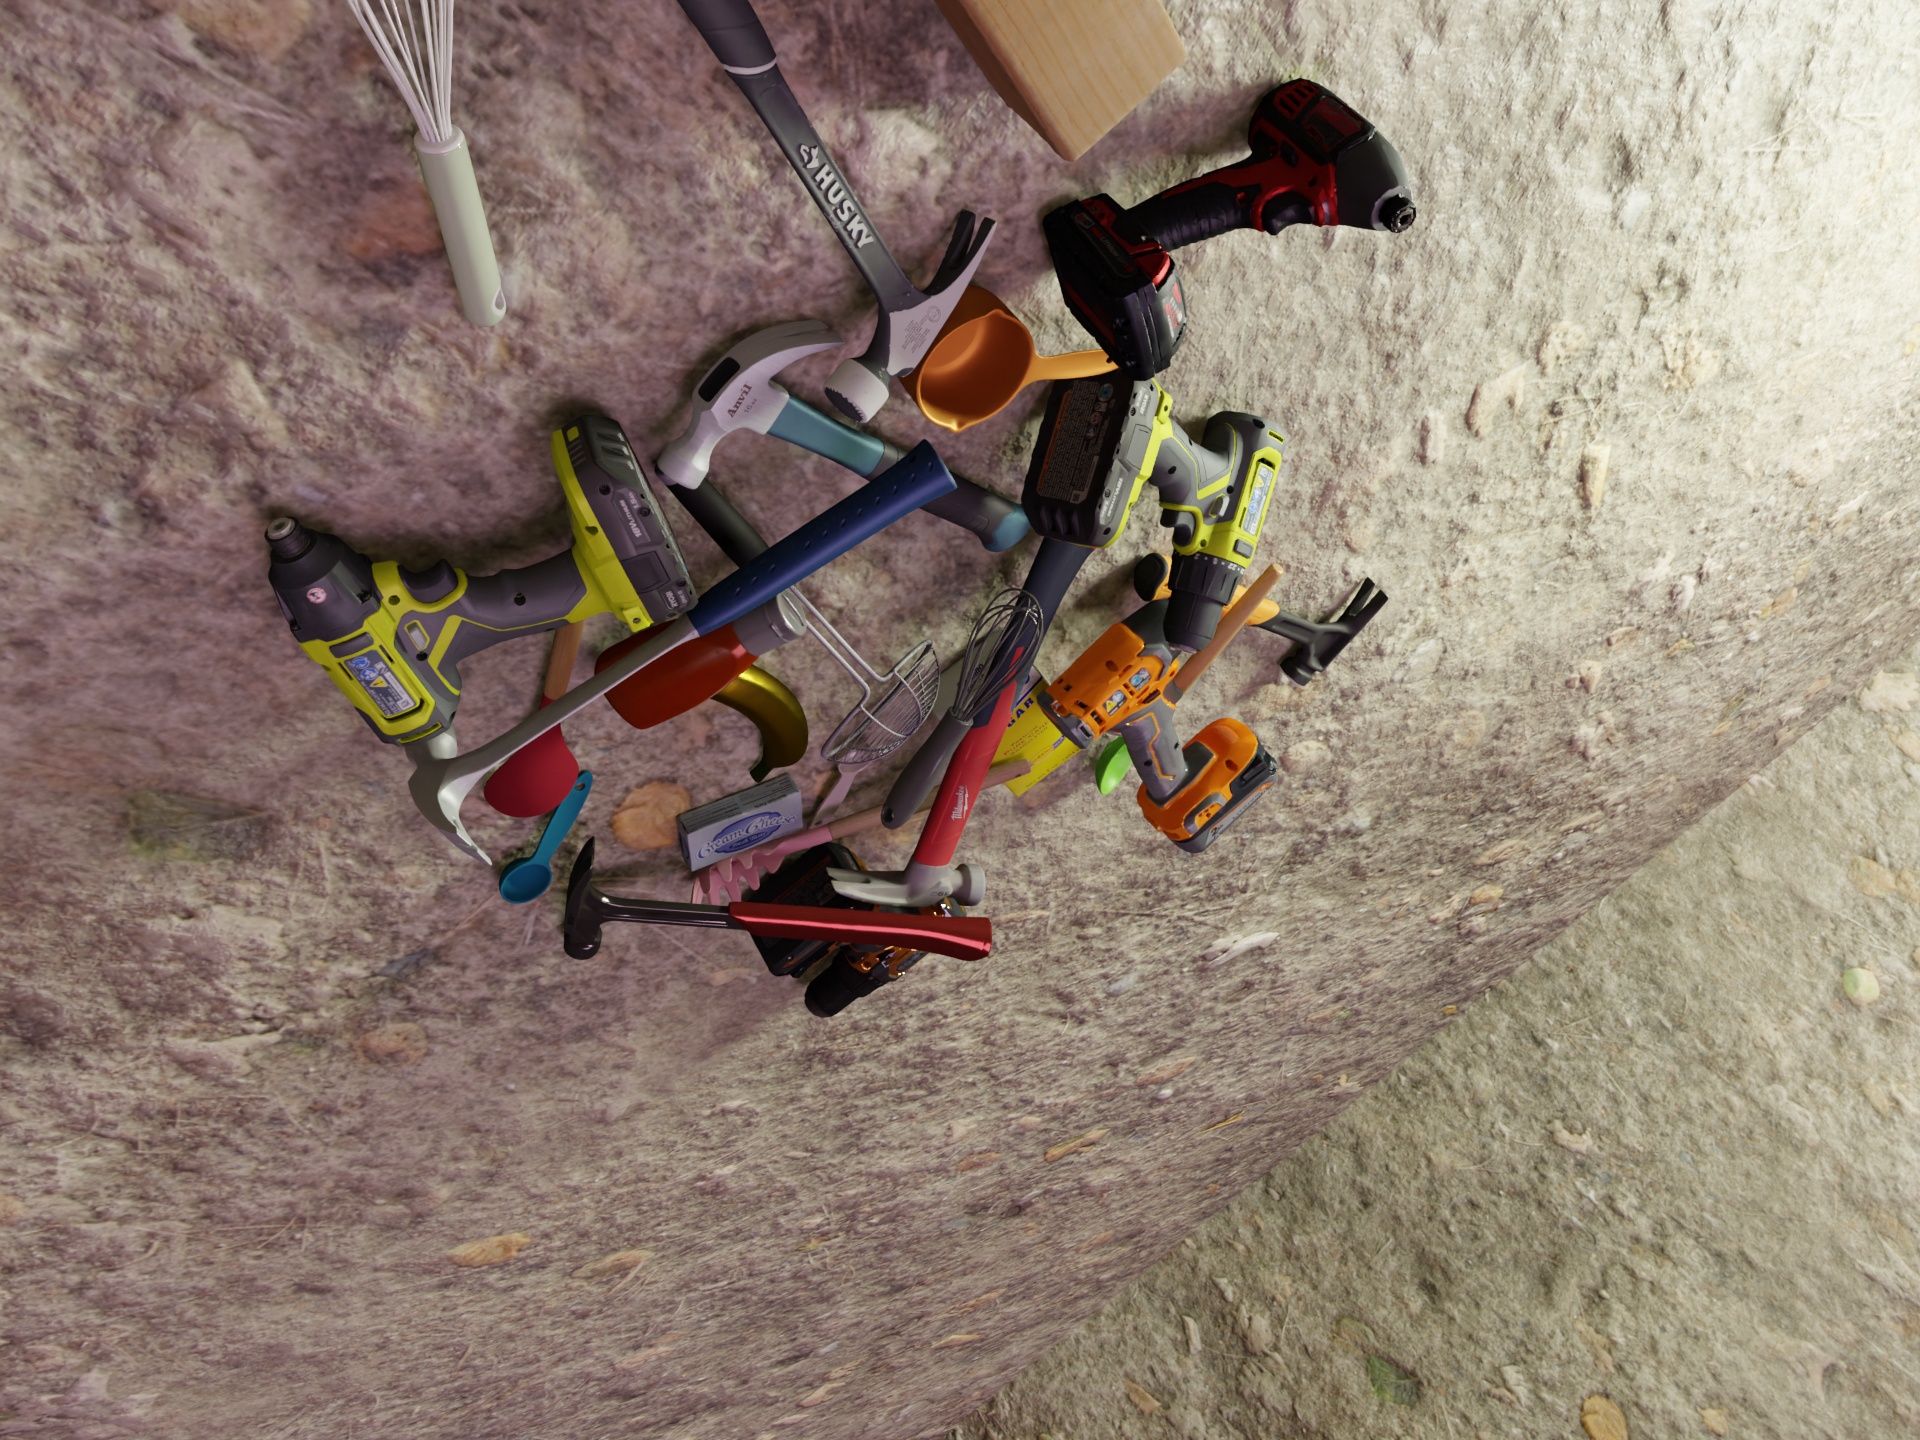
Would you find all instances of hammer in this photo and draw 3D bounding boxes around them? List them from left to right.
[{"bbox_3d":[-0.180,-0.054,1.028,0.405,0.144,0.035,-33,132,0],"label":"hammer"},{"bbox_3d":[-0.098,-0.337,0.844,0.149,0.036,0.408,-51,144,-9],"label":"hammer"},{"bbox_3d":[-0.145,0.163,1.327,0.359,0.037,0.149,6,142,-16],"label":"hammer"},{"bbox_3d":[-0.055,-0.176,1.095,0.330,0.033,0.128,17,113,-53],"label":"hammer"},{"bbox_3d":[0.010,-0.004,1.301,0.143,0.038,0.386,7,121,-27],"label":"hammer"},{"bbox_3d":[0.273,-0.109,1.474,0.336,0.034,0.127,12,126,-48],"label":"hammer"}]

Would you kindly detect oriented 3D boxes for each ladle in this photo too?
[{"bbox_3d":[-0.274,-0.039,1.096,0.069,0.031,0.315,-6,136,-34],"label":"ladle"}]

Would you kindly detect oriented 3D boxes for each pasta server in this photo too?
[{"bbox_3d":[-0.085,0.095,1.380,0.316,0.040,0.060,-18,156,-8],"label":"pasta server"}]

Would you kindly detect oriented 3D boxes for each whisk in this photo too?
[{"bbox_3d":[-0.258,-0.292,0.778,0.059,0.058,0.246,6,144,2],"label":"whisk"},{"bbox_3d":[-0.003,-0.005,1.248,0.055,0.055,0.239,5,127,-44],"label":"whisk"}]

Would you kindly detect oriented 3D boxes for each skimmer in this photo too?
[{"bbox_3d":[-0.123,-0.083,1.166,0.127,0.090,0.362,-47,137,-5],"label":"skimmer"}]

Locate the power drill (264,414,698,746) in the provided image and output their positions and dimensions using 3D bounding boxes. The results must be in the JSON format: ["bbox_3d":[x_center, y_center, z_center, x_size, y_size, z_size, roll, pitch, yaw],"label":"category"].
[{"bbox_3d":[-0.288,-0.089,0.963,0.223,0.080,0.171,-24,138,-4],"label":"power drill"}]

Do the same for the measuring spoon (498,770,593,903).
[{"bbox_3d":[-0.319,0.086,1.228,0.042,0.021,0.128,14,114,-48],"label":"measuring spoon"}]

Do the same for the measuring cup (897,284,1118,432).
[{"bbox_3d":[0.033,-0.251,1.072,0.173,0.052,0.095,-13,141,-33],"label":"measuring cup"}]

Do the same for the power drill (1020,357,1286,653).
[{"bbox_3d":[0.152,-0.162,1.207,0.228,0.080,0.190,16,91,-47],"label":"power drill"}]

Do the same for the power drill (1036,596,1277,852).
[{"bbox_3d":[0.186,-0.003,1.389,0.164,0.084,0.226,-44,127,0],"label":"power drill"}]

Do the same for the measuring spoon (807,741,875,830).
[{"bbox_3d":[-0.109,0.057,1.375,0.034,0.018,0.124,-6,144,-36],"label":"measuring spoon"}]

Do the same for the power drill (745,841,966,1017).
[{"bbox_3d":[-0.114,0.207,1.501,0.185,0.084,0.226,-40,151,11],"label":"power drill"}]

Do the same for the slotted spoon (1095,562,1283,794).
[{"bbox_3d":[0.206,-0.036,1.474,0.070,0.031,0.313,-33,164,-47],"label":"slotted spoon"}]

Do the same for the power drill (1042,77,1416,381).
[{"bbox_3d":[0.178,-0.320,1.028,0.219,0.143,0.078,-30,144,-3],"label":"power drill"}]
